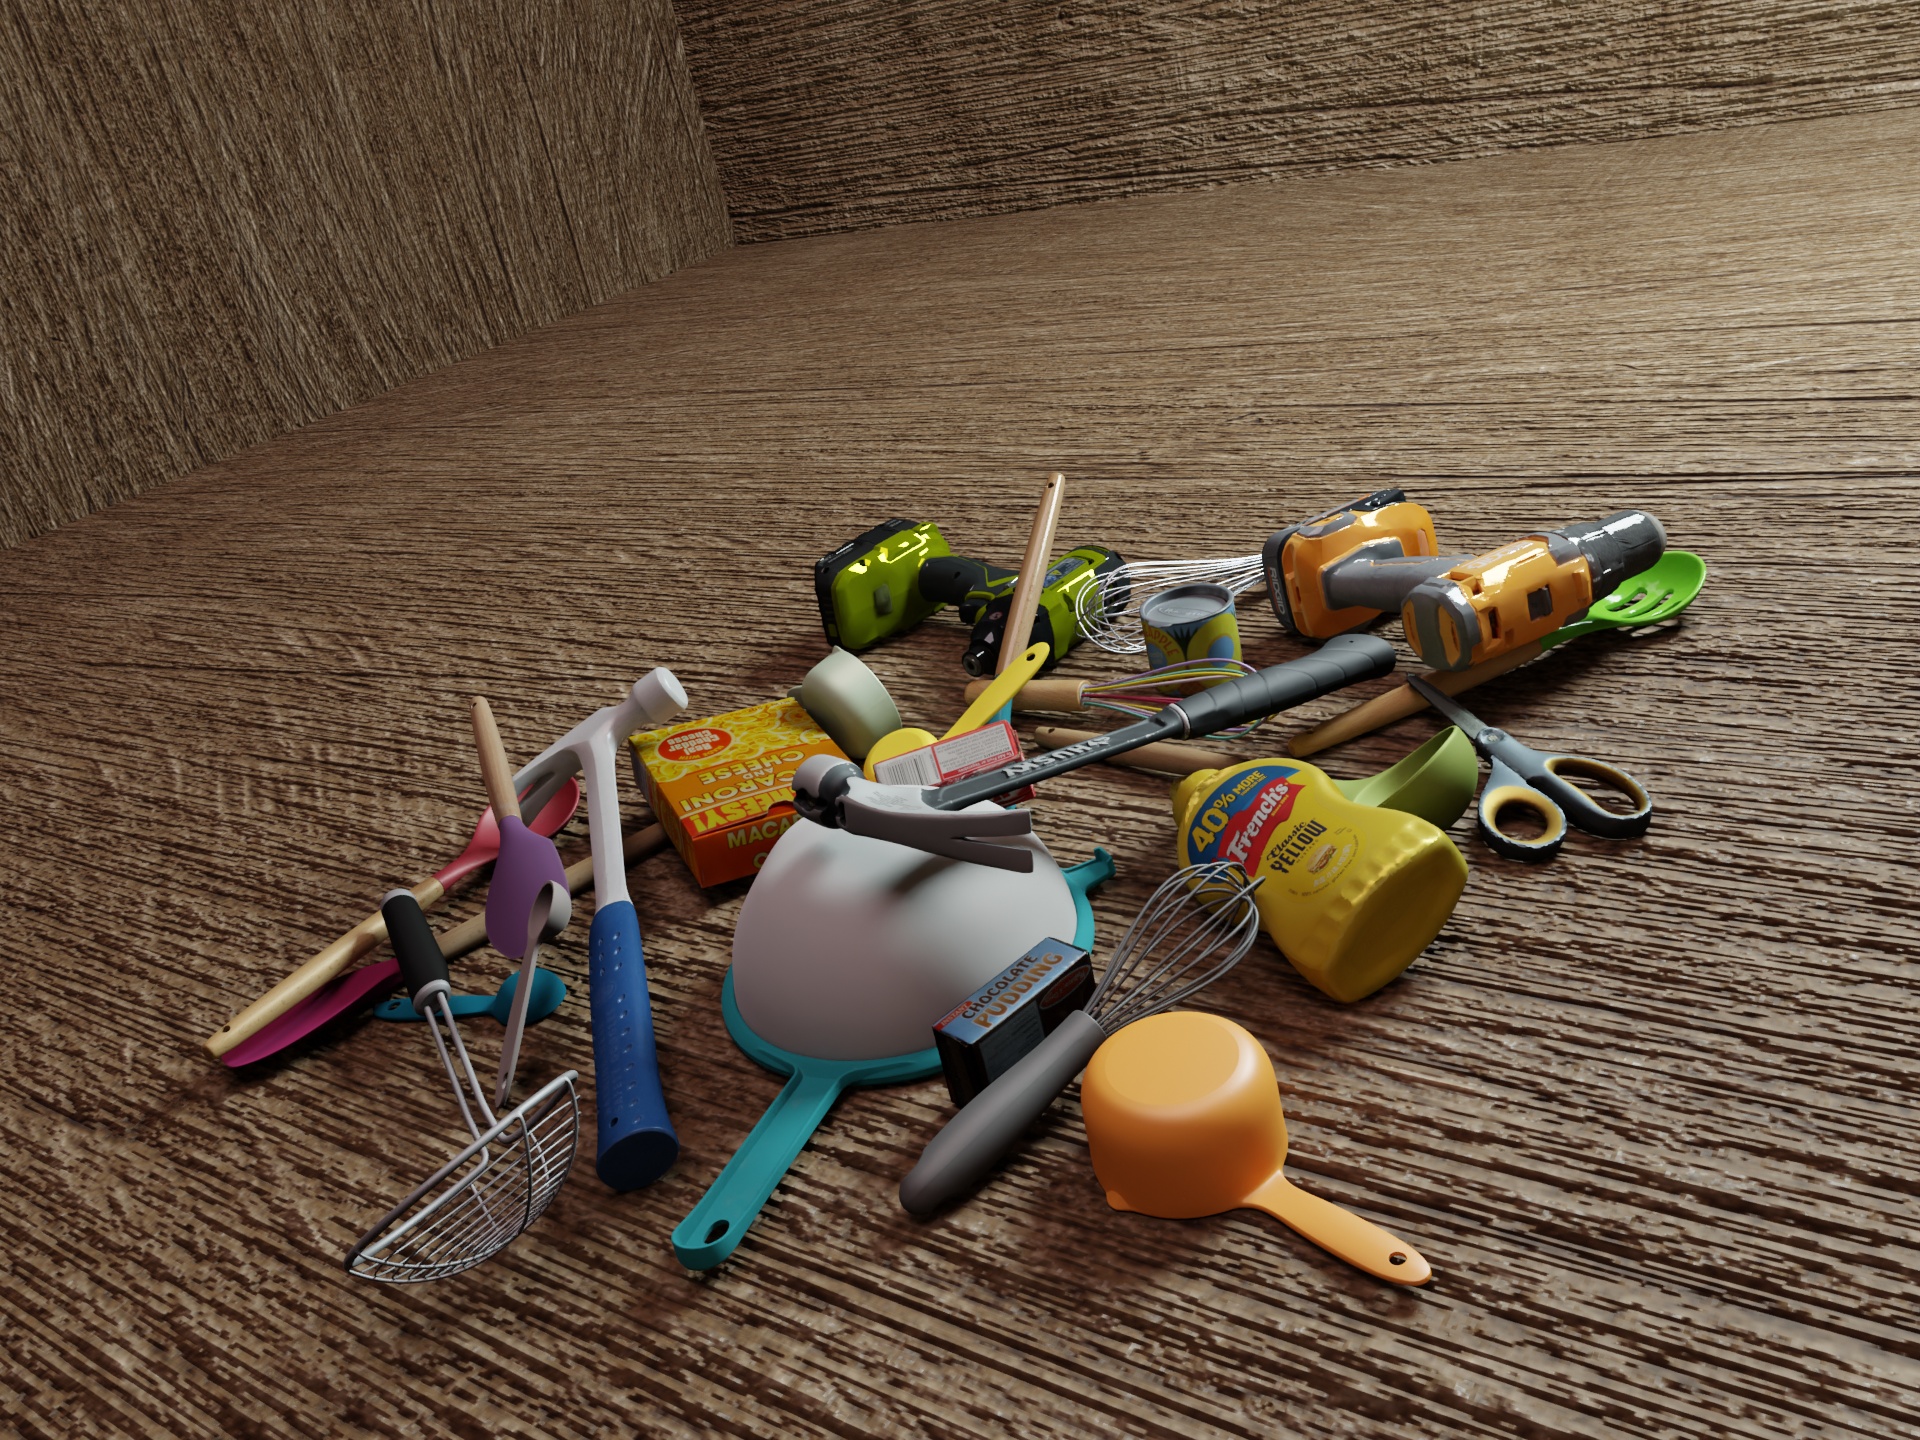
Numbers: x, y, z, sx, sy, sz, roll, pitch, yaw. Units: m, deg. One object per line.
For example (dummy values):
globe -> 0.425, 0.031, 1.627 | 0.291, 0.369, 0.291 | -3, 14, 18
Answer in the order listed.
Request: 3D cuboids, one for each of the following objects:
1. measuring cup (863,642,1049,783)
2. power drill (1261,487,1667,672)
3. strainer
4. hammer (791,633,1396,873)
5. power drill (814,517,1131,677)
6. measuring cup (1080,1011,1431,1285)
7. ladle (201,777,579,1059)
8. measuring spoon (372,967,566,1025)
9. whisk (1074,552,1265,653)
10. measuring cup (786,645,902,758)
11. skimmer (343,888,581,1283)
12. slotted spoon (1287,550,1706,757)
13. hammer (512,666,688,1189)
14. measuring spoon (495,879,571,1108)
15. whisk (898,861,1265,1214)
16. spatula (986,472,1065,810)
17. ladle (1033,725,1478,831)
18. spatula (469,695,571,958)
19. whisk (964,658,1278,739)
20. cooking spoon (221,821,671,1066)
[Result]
measuring cup -> -0.002, -0.003, 1.044 | 0.156, 0.029, 0.062 | -45, 45, -9
power drill -> 0.334, -0.104, 1.067 | 0.185, 0.084, 0.226 | -23, 20, -18
strainer -> -0.062, 0.124, 0.813 | 0.211, 0.095, 0.340 | -1, 27, 25
hammer -> 0.113, 0.005, 0.889 | 0.409, 0.036, 0.149 | -17, 21, -38
power drill -> -0.002, -0.093, 1.251 | 0.223, 0.080, 0.171 | 14, 35, 39
measuring cup -> 0.121, 0.176, 0.663 | 0.095, 0.052, 0.174 | -29, 27, -29
ladle -> -0.358, 0.120, 1.029 | 0.069, 0.031, 0.315 | 10, 31, 26
measuring spoon -> -0.294, 0.161, 0.937 | 0.128, 0.021, 0.042 | -6, 27, 16
whisk -> 0.211, -0.110, 1.208 | 0.284, 0.070, 0.070 | -18, 25, -20
measuring cup -> -0.101, -0.008, 1.153 | 0.038, 0.083, 0.168 | -39, 18, -24
skimmer -> -0.284, 0.159, 0.834 | 0.127, 0.090, 0.364 | -41, 35, -8
slotted spoon -> 0.347, -0.040, 1.024 | 0.313, 0.031, 0.070 | -22, 27, -13
hammer -> -0.206, 0.110, 0.923 | 0.144, 0.035, 0.406 | -34, 33, 6
measuring spoon -> -0.231, 0.149, 0.865 | 0.018, 0.124, 0.034 | 19, -19, -29
whisk -> 0.061, 0.146, 0.745 | 0.239, 0.055, 0.055 | -39, 34, -23
spatula -> 0.035, -0.056, 1.109 | 0.082, 0.044, 0.318 | -2, 56, 26
ladle -> 0.162, 0.020, 0.962 | 0.320, 0.062, 0.078 | 10, 40, 45
spatula -> -0.293, 0.056, 1.019 | 0.060, 0.018, 0.316 | -41, 34, 1
whisk -> 0.105, -0.013, 1.082 | 0.245, 0.051, 0.047 | 1, -8, 38
cooking spoon -> -0.307, 0.134, 1.005 | 0.319, 0.017, 0.069 | -29, 19, -28
